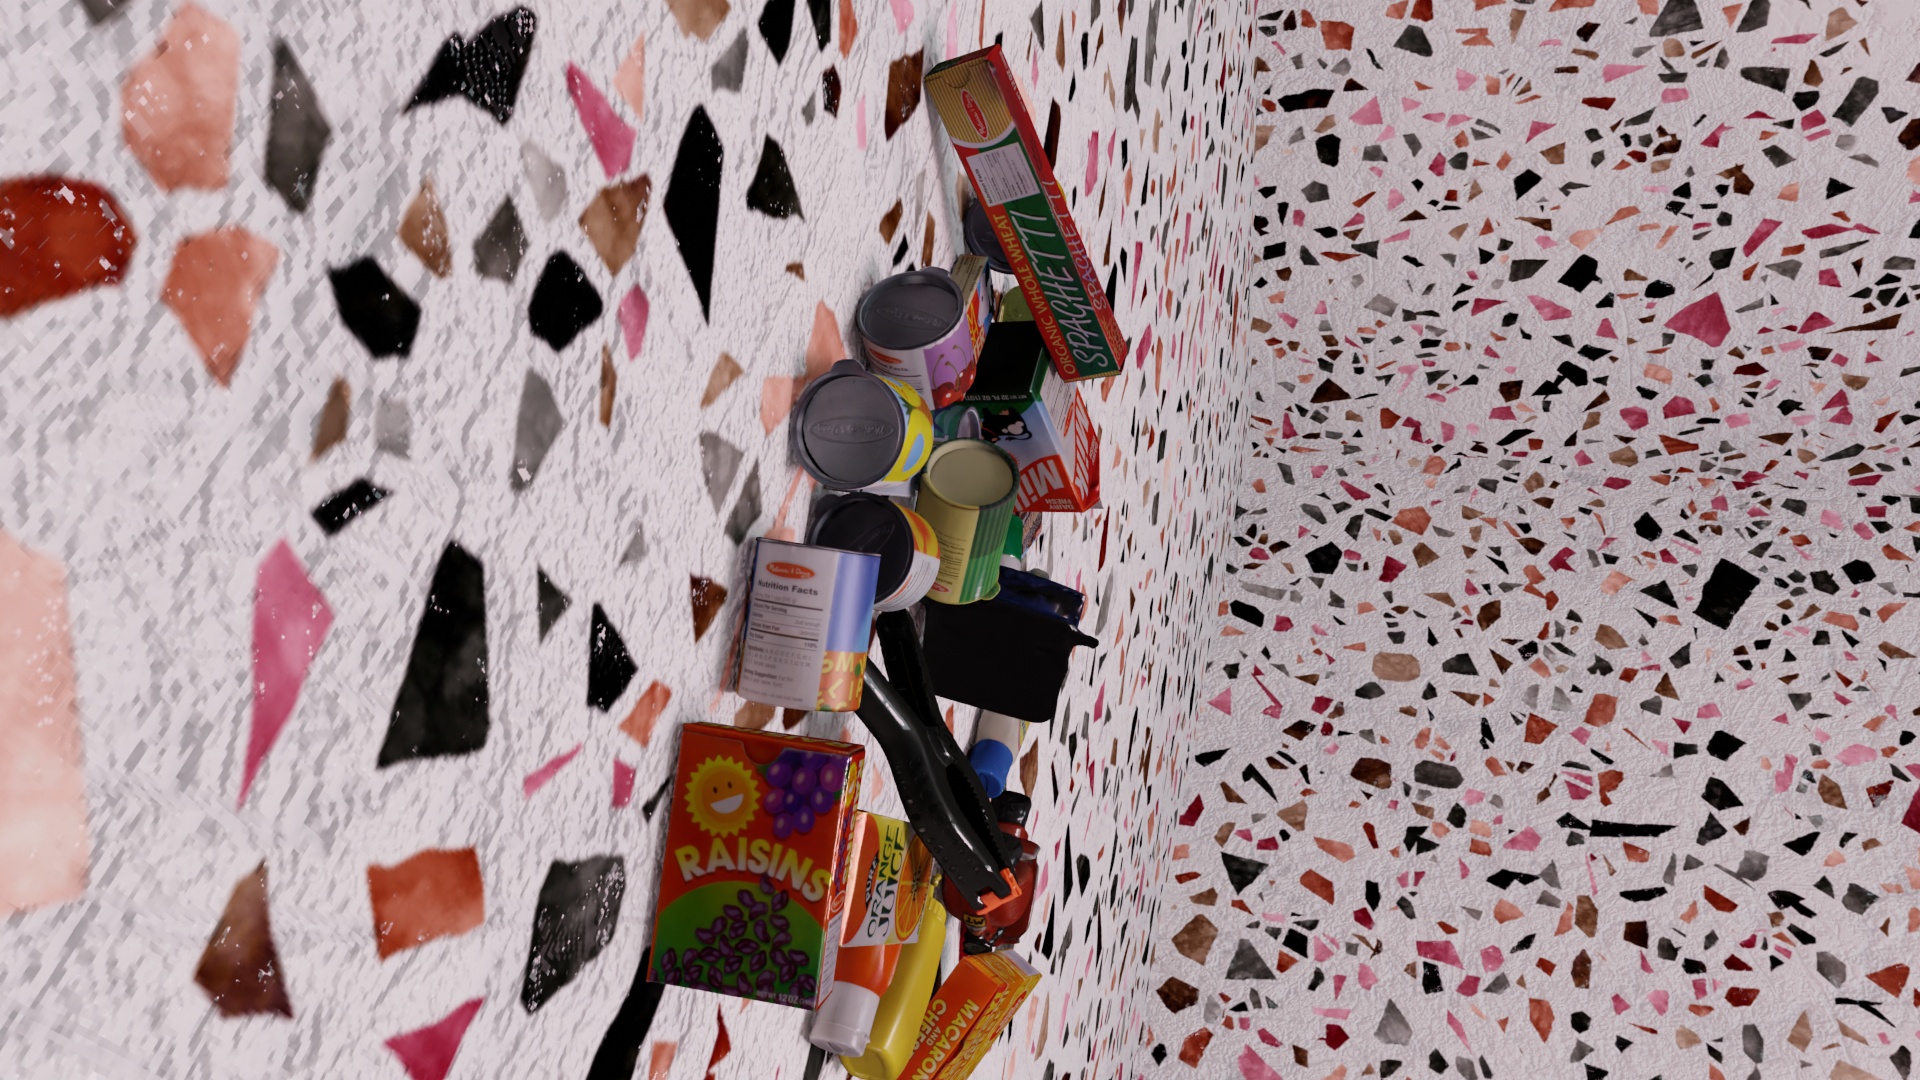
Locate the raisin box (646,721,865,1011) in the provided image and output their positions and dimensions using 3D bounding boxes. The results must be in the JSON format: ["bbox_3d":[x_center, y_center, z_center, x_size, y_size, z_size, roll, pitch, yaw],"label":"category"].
[{"bbox_3d":[-0.098,0.155,0.672,0.040,0.086,0.123,26,72,-80],"label":"raisin box"}]

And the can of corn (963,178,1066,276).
[{"bbox_3d":[0.043,-0.239,1.039,0.058,0.071,0.070,-64,155,-51],"label":"can of corn"}]

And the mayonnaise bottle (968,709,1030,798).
[{"bbox_3d":[0.039,0.165,1.239,0.149,0.041,0.064,-65,158,-49],"label":"mayonnaise bottle"}]

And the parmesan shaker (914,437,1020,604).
[{"bbox_3d":[0.003,-0.012,0.940,0.102,0.071,0.072,102,6,-51],"label":"parmesan shaker"}]

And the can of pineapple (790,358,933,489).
[{"bbox_3d":[-0.053,-0.063,0.776,0.058,0.071,0.071,-9,105,-75],"label":"can of pineapple"}]

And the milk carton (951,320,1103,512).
[{"bbox_3d":[0.057,-0.082,1.095,0.189,0.072,0.074,60,38,-48],"label":"milk carton"}]

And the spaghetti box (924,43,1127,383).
[{"bbox_3d":[0.050,-0.218,0.962,0.249,0.050,0.029,61,37,-31],"label":"spaghetti box"}]

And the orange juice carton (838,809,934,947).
[{"bbox_3d":[-0.076,0.187,0.788,0.192,0.073,0.072,46,53,-69],"label":"orange juice carton"}]

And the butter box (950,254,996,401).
[{"bbox_3d":[0.000,-0.154,1.003,0.053,0.024,0.104,77,25,-48],"label":"butter box"}]

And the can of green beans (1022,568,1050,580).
[{"bbox_3d":[0.051,0.068,1.196,0.058,0.071,0.071,-53,146,-60],"label":"can of green beans"}]

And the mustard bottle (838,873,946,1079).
[{"bbox_3d":[-0.042,0.305,0.998,0.161,0.049,0.065,-66,157,-48],"label":"mustard bottle"}]

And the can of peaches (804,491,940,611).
[{"bbox_3d":[-0.052,0.006,0.816,0.058,0.071,0.071,24,73,-73],"label":"can of peaches"}]

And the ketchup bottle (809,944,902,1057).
[{"bbox_3d":[-0.060,0.265,0.928,0.064,0.043,0.149,74,28,-52],"label":"ketchup bottle"}]

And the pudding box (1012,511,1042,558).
[{"bbox_3d":[0.048,-0.017,1.217,0.084,0.030,0.049,-47,141,-64],"label":"pudding box"}]

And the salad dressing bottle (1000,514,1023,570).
[{"bbox_3d":[0.028,0.051,1.130,0.044,0.064,0.148,26,59,-41],"label":"salad dressing bottle"}]

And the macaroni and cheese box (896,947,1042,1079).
[{"bbox_3d":[0.001,0.389,1.108,0.124,0.040,0.166,-53,160,-3],"label":"macaroni and cheese box"}]

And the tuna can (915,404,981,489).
[{"bbox_3d":[-0.010,-0.064,0.987,0.071,0.033,0.071,5,91,-74],"label":"tuna can"}]

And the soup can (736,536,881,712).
[{"bbox_3d":[-0.079,0.044,0.731,0.071,0.071,0.083,11,86,-74],"label":"soup can"}]

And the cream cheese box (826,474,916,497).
[{"bbox_3d":[-0.052,-0.055,0.862,0.104,0.024,0.053,0,97,-74],"label":"cream cheese box"}]

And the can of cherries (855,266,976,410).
[{"bbox_3d":[-0.024,-0.123,0.849,0.058,0.071,0.072,76,26,-52],"label":"can of cherries"}]
